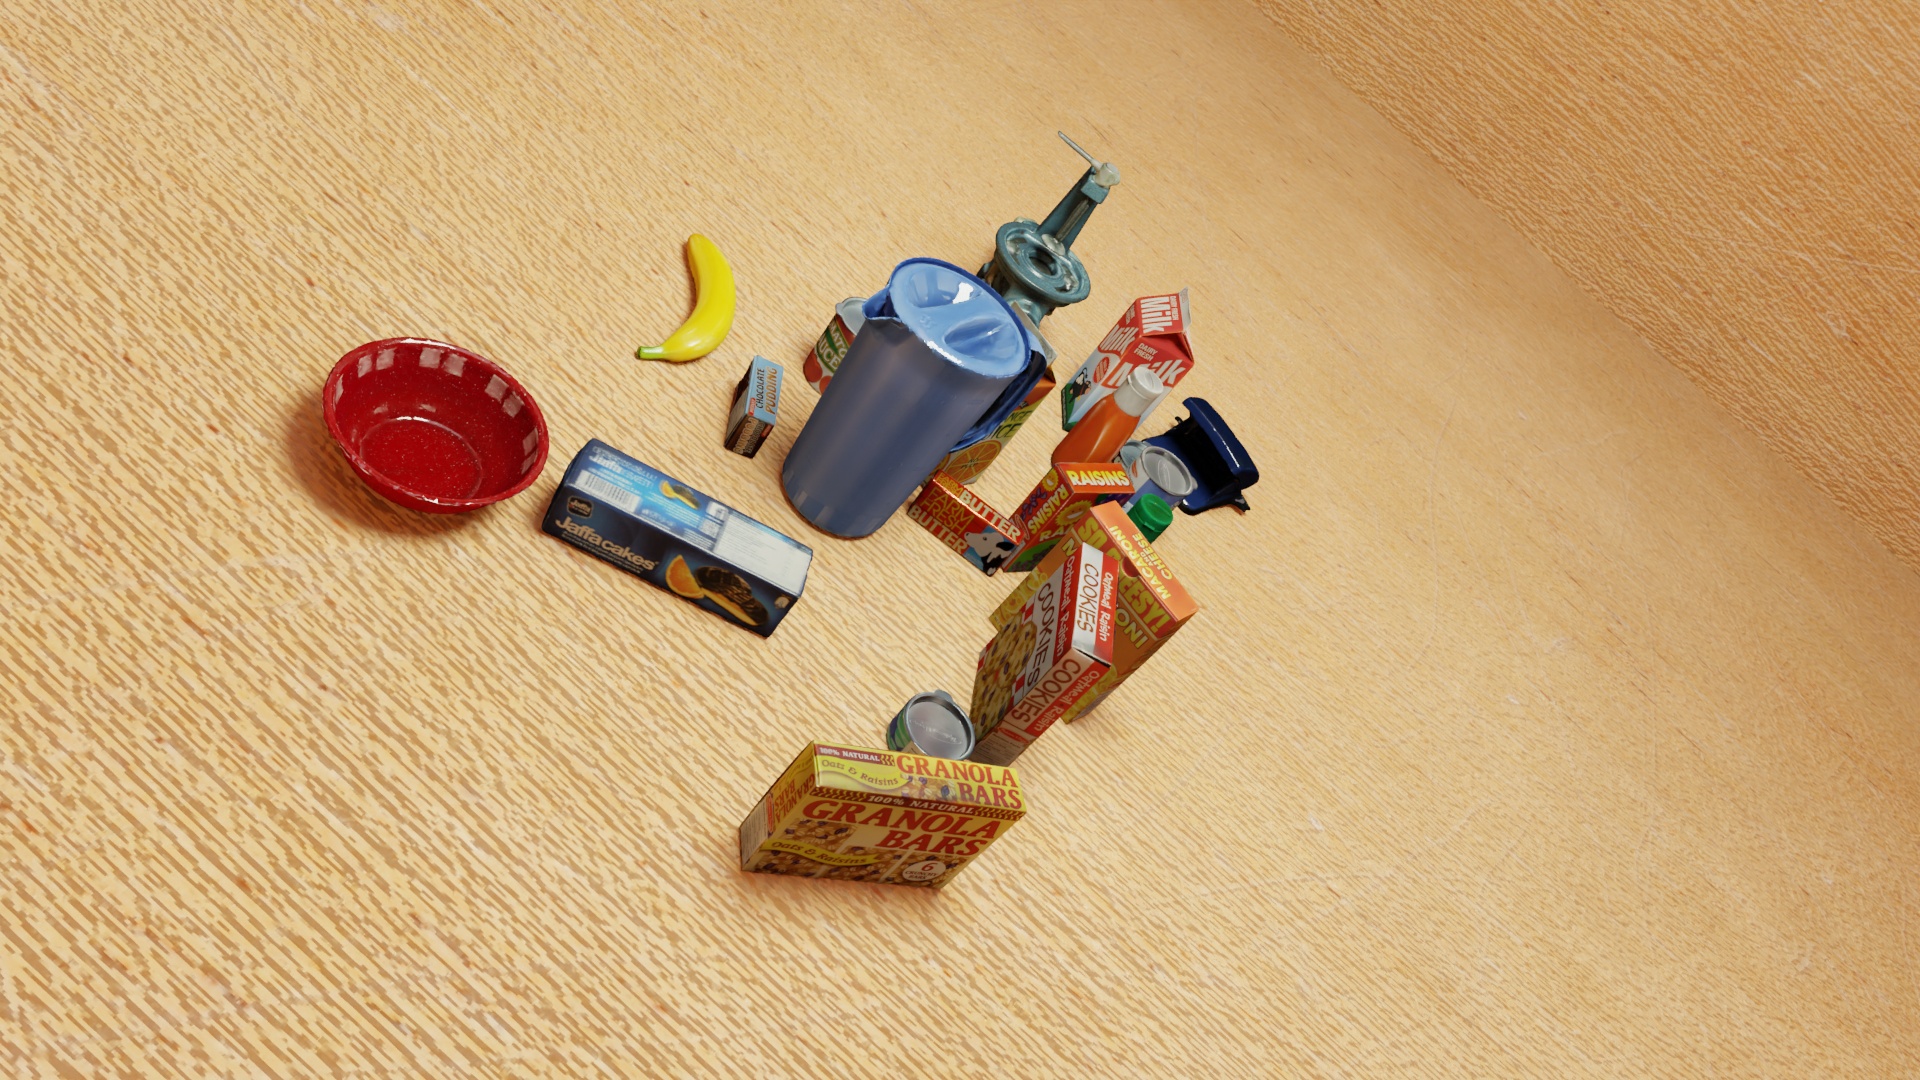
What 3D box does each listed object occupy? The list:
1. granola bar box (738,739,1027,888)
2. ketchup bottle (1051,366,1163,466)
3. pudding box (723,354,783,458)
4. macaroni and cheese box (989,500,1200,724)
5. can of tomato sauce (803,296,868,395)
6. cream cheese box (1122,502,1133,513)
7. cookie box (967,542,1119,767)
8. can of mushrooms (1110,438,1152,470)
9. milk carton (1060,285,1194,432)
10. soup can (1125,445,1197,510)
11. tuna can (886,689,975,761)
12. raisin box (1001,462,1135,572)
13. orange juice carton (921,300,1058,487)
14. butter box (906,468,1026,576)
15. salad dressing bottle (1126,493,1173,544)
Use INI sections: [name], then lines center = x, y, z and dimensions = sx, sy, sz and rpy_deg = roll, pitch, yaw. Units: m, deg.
[granola bar box]
center = -0.056, 0.197, 0.984
dimensions = 0.166, 0.123, 0.039
rpy_deg = 13, 45, -30
[ketchup bottle]
center = 0.151, -0.117, 1.437
dimensions = 0.043, 0.148, 0.065
rpy_deg = 19, 43, -25
[pudding box]
center = -0.185, -0.121, 1.248
dimensions = 0.030, 0.049, 0.084
rpy_deg = 22, 42, -21
[macaroni and cheese box]
center = 0.113, 0.065, 1.215
dimensions = 0.040, 0.165, 0.124
rpy_deg = -18, 65, -47
[can of tomato sauce]
center = -0.107, -0.184, 1.346
dimensions = 0.071, 0.082, 0.071
rpy_deg = 22, 42, -21
[cream cheese box]
center = 0.144, -0.027, 1.420
dimensions = 0.104, 0.053, 0.024
rpy_deg = 38, 38, -2
[cookie box]
center = 0.068, 0.098, 1.146
dimensions = 0.040, 0.166, 0.123
rpy_deg = 28, 40, -15
[can of mushrooms]
center = 0.194, -0.077, 1.525
dimensions = 0.071, 0.033, 0.071
rpy_deg = 22, 42, -21
[milk carton]
center = 0.191, -0.190, 1.506
dimensions = 0.073, 0.189, 0.073
rpy_deg = 24, 41, -19
[soup can]
center = 0.195, -0.046, 1.455
dimensions = 0.071, 0.083, 0.072
rpy_deg = 22, 42, -21
[tuna can]
center = -0.024, 0.157, 1.122
dimensions = 0.071, 0.032, 0.071
rpy_deg = 22, 42, -21
[raisin box]
center = 0.096, -0.022, 1.321
dimensions = 0.086, 0.122, 0.040
rpy_deg = -1, 54, -40
[orange juice carton]
center = 0.020, -0.136, 1.314
dimensions = 0.073, 0.191, 0.072
rpy_deg = -12, 61, -45
[butter box]
center = 0.005, -0.016, 1.297
dimensions = 0.103, 0.053, 0.024
rpy_deg = 37, 38, -3
[salad dressing bottle]
center = 0.142, 0.015, 1.302
dimensions = 0.064, 0.147, 0.044
rpy_deg = 33, 39, -9
